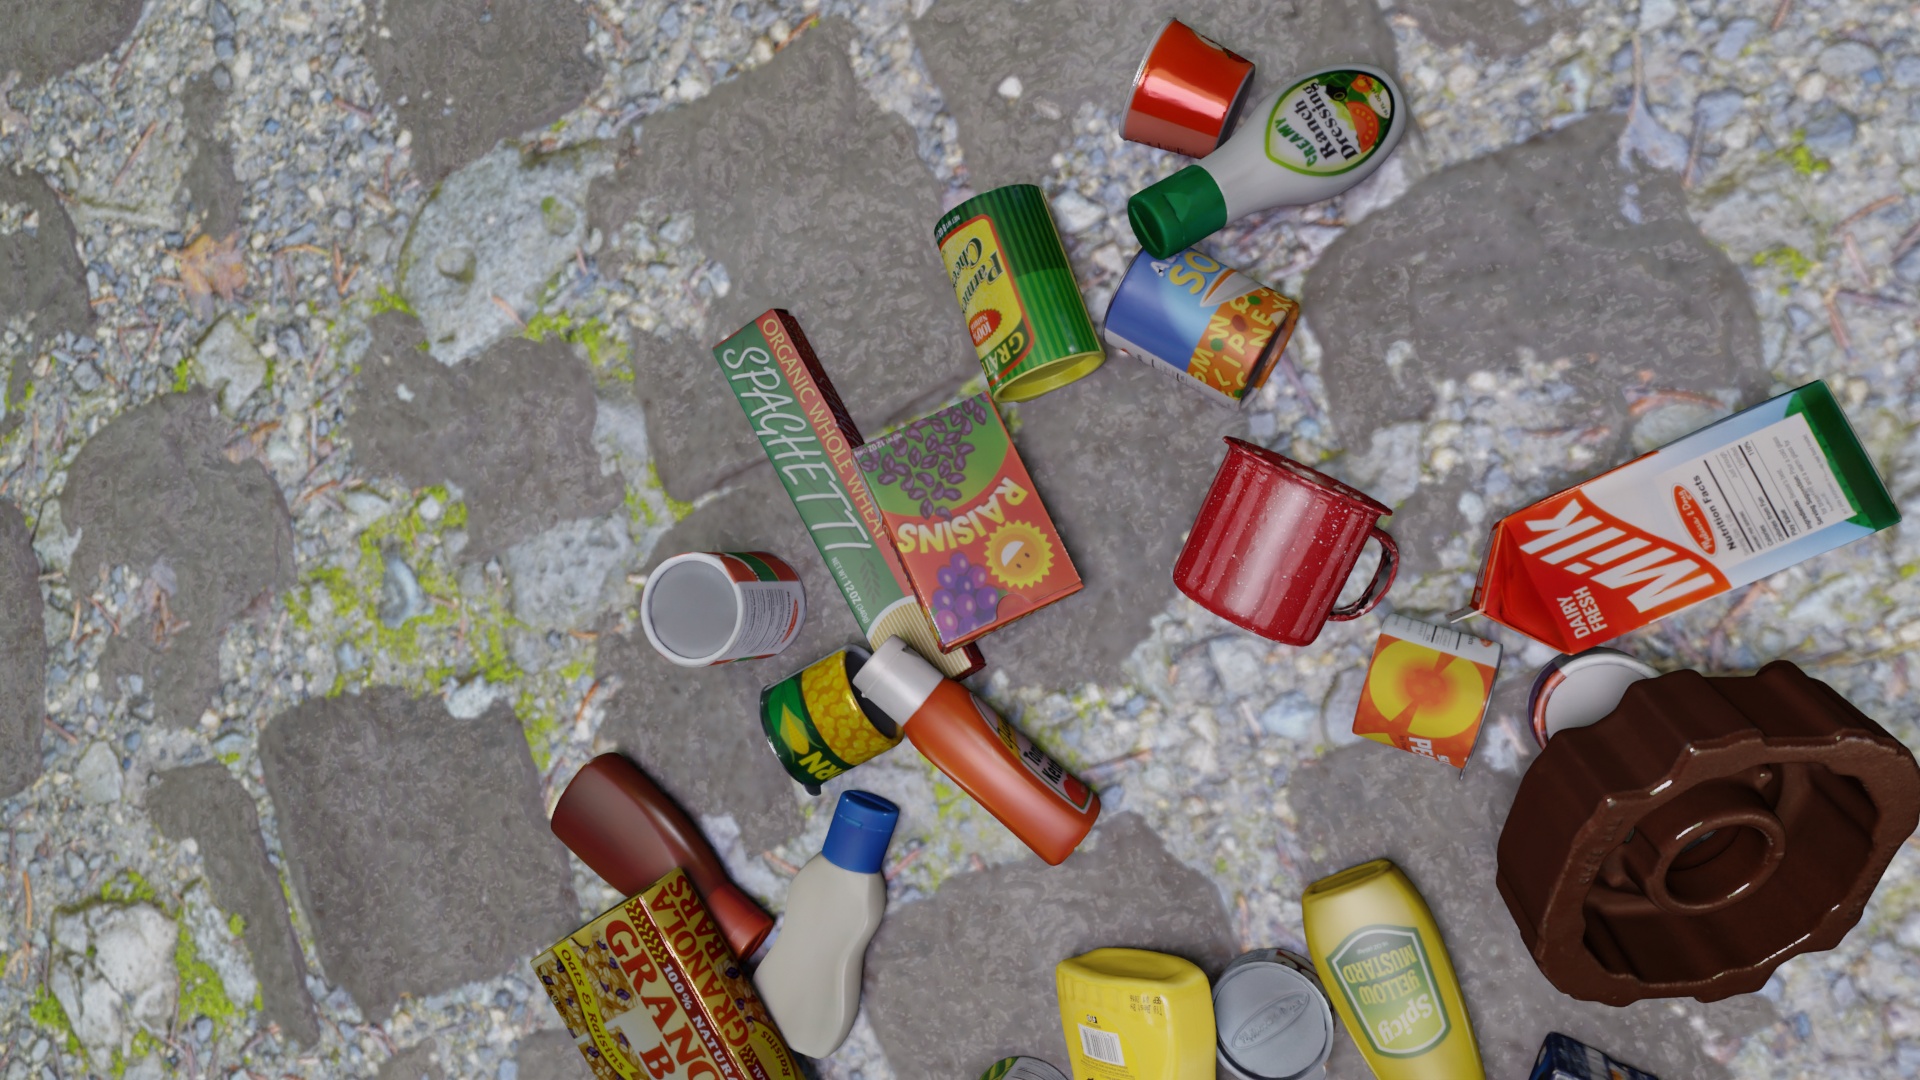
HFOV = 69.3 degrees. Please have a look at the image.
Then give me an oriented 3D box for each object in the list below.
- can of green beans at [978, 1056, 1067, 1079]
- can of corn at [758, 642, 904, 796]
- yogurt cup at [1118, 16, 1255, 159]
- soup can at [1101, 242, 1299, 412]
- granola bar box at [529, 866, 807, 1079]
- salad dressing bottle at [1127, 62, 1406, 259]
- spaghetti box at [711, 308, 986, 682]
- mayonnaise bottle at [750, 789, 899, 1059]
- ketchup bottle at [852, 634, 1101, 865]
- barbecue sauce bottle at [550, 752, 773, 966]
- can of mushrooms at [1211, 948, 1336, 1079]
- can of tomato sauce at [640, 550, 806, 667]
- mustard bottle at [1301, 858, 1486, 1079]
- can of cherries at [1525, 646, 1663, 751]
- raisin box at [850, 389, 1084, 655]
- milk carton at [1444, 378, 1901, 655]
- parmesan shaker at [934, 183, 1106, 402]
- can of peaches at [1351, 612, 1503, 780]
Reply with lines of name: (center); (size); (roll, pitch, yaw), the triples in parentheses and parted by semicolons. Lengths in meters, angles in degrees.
can of green beans: (0.029, 0.326, 0.764); (0.071, 0.058, 0.071); (0, 89, 18)
can of corn: (-0.072, 0.102, 0.798); (0.058, 0.071, 0.071); (-29, 80, 15)
yogurt cup: (0.123, -0.238, 0.745); (0.054, 0.072, 0.072); (25, 97, 9)
soup can: (0.129, -0.118, 0.737); (0.084, 0.071, 0.071); (31, 99, 16)
granola bar box: (-0.168, 0.290, 0.812); (0.123, 0.039, 0.165); (-35, 84, 34)
salad dressing bottle: (0.156, -0.193, 0.713); (0.148, 0.044, 0.064); (-30, 87, -10)
spaghetti box: (-0.068, -0.023, 0.820); (0.050, 0.029, 0.250); (-32, 80, 14)
mayonnaise bottle: (-0.075, 0.221, 0.811); (0.065, 0.041, 0.148); (20, 94, 18)
ketchup bottle: (0.008, 0.113, 0.760); (0.149, 0.065, 0.043); (40, 98, 3)
barbecue sauce bottle: (-0.180, 0.197, 0.843); (0.149, 0.044, 0.064); (37, 110, 15)
can of mushrooms: (0.166, 0.254, 0.734); (0.071, 0.033, 0.071); (-1, 88, 18)
can of tomato sauce: (-0.139, 0.039, 0.813); (0.071, 0.083, 0.071); (0, 89, 18)
mustard bottle: (0.229, 0.246, 0.705); (0.065, 0.049, 0.160); (-26, 81, 15)
can of cherries: (0.313, 0.089, 0.676); (0.071, 0.058, 0.071); (-1, 88, 18)
raisin box: (0.003, -0.010, 0.776); (0.086, 0.040, 0.123); (-24, 81, -9)
milk carton: (0.325, 0.000, 0.668); (0.190, 0.072, 0.073); (-26, 81, 15)
parmesan shaker: (0.031, -0.136, 0.772); (0.071, 0.071, 0.103); (-23, 82, 17)
can of peaches: (0.233, 0.077, 0.698); (0.058, 0.071, 0.071); (17, 94, 18)
